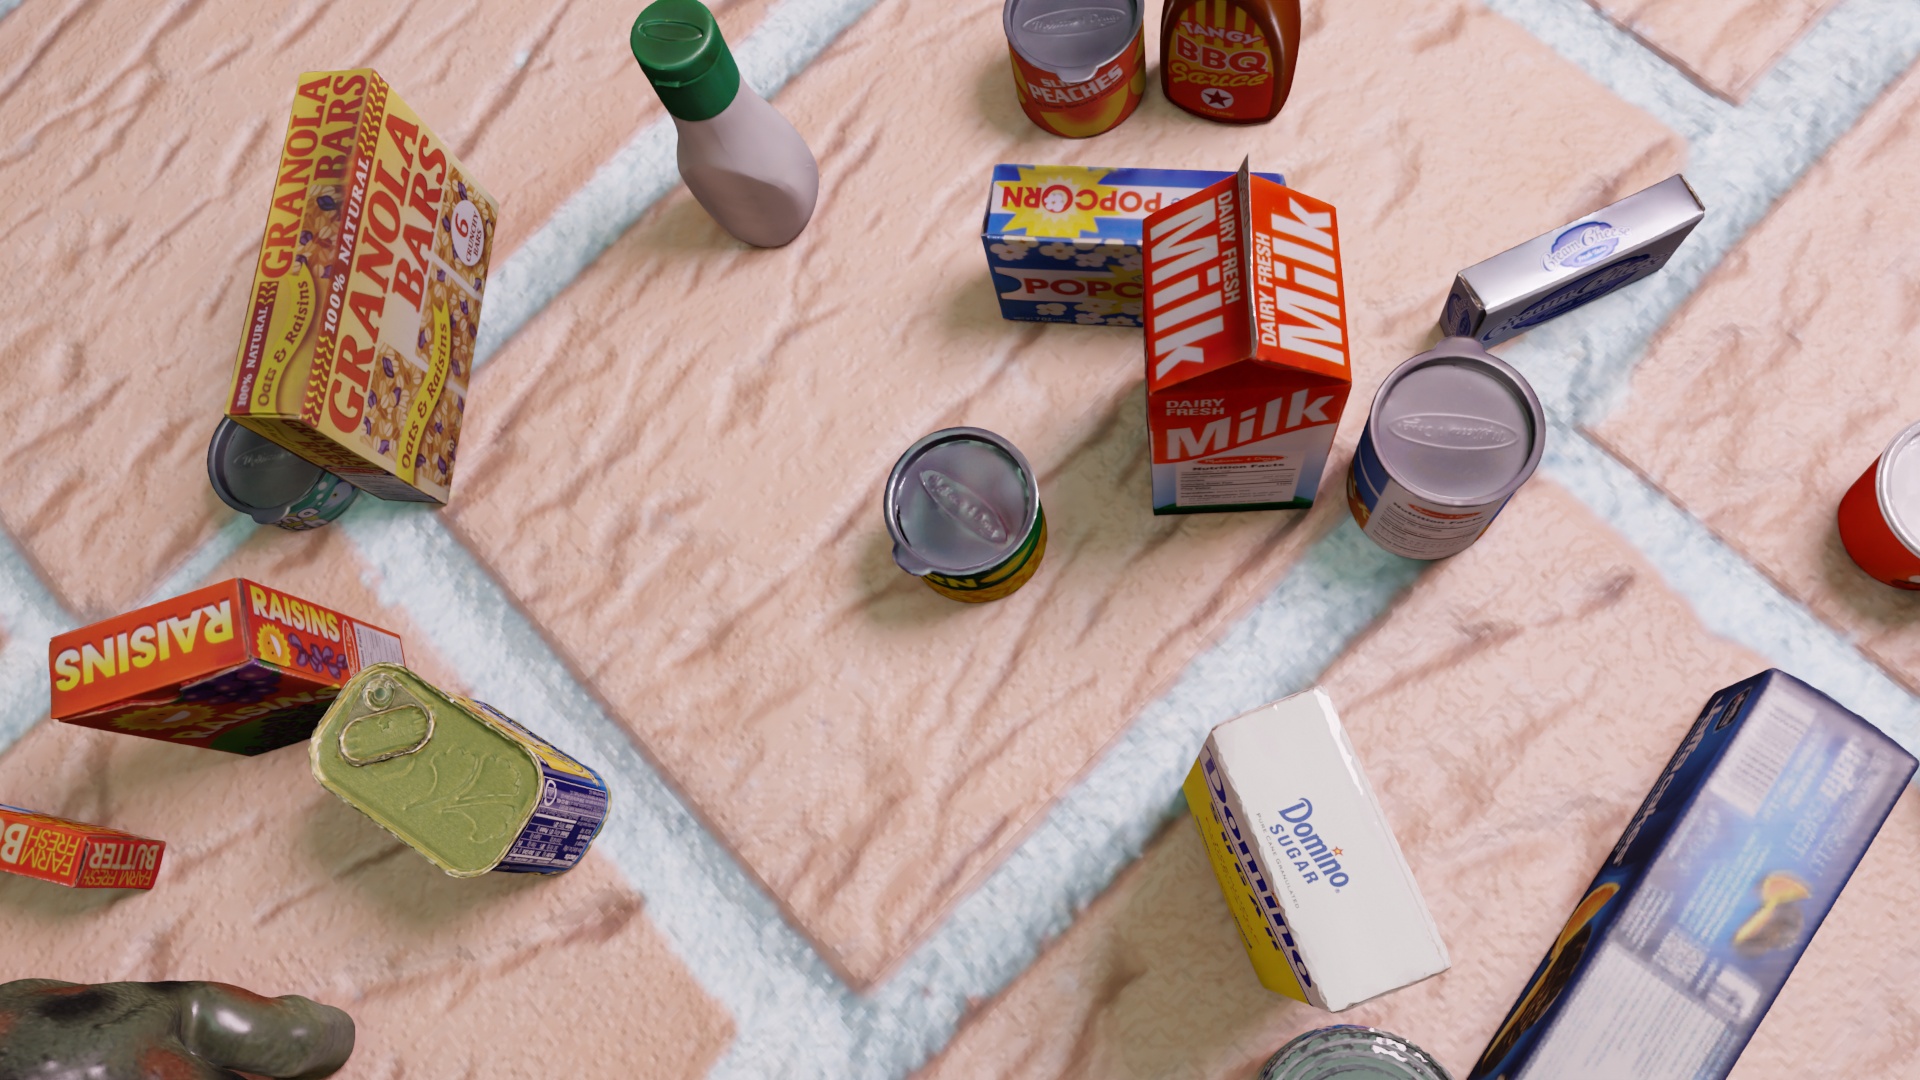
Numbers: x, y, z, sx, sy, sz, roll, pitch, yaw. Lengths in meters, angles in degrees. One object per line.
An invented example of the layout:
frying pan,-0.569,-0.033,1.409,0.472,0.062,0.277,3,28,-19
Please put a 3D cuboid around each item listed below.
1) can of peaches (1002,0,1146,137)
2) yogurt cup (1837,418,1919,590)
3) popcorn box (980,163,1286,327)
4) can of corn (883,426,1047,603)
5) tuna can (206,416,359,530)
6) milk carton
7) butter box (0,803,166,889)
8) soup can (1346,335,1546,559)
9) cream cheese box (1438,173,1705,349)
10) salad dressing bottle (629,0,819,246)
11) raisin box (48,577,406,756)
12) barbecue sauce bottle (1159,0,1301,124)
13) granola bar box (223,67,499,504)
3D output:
can of peaches,0.056,-0.236,0.671,0.071,0.058,0.071,-2,74,8
yogurt cup,0.394,-0.012,0.558,0.072,0.054,0.072,-2,74,8
popcorn box,0.078,-0.129,0.622,0.127,0.085,0.038,5,75,10
can of corn,0.002,-0.008,0.612,0.071,0.058,0.071,-2,74,8
tuna can,-0.330,-0.037,0.683,0.071,0.032,0.071,-2,74,8
milk carton,0.109,-0.072,0.546,0.073,0.190,0.072,-3,74,8
butter box,-0.427,0.138,0.636,0.103,0.053,0.024,9,76,11
soup can,0.199,-0.036,0.578,0.071,0.083,0.071,-2,74,8
cream cheese box,0.265,-0.118,0.608,0.104,0.053,0.024,-24,72,1
salad dressing bottle,-0.106,-0.187,0.633,0.064,0.147,0.044,10,76,11
raisin box,-0.312,0.059,0.605,0.086,0.123,0.040,-17,73,4
barbecue sauce bottle,0.121,-0.244,0.616,0.065,0.148,0.044,16,77,13
granola bar box,-0.273,-0.113,0.649,0.039,0.124,0.166,1,74,9
